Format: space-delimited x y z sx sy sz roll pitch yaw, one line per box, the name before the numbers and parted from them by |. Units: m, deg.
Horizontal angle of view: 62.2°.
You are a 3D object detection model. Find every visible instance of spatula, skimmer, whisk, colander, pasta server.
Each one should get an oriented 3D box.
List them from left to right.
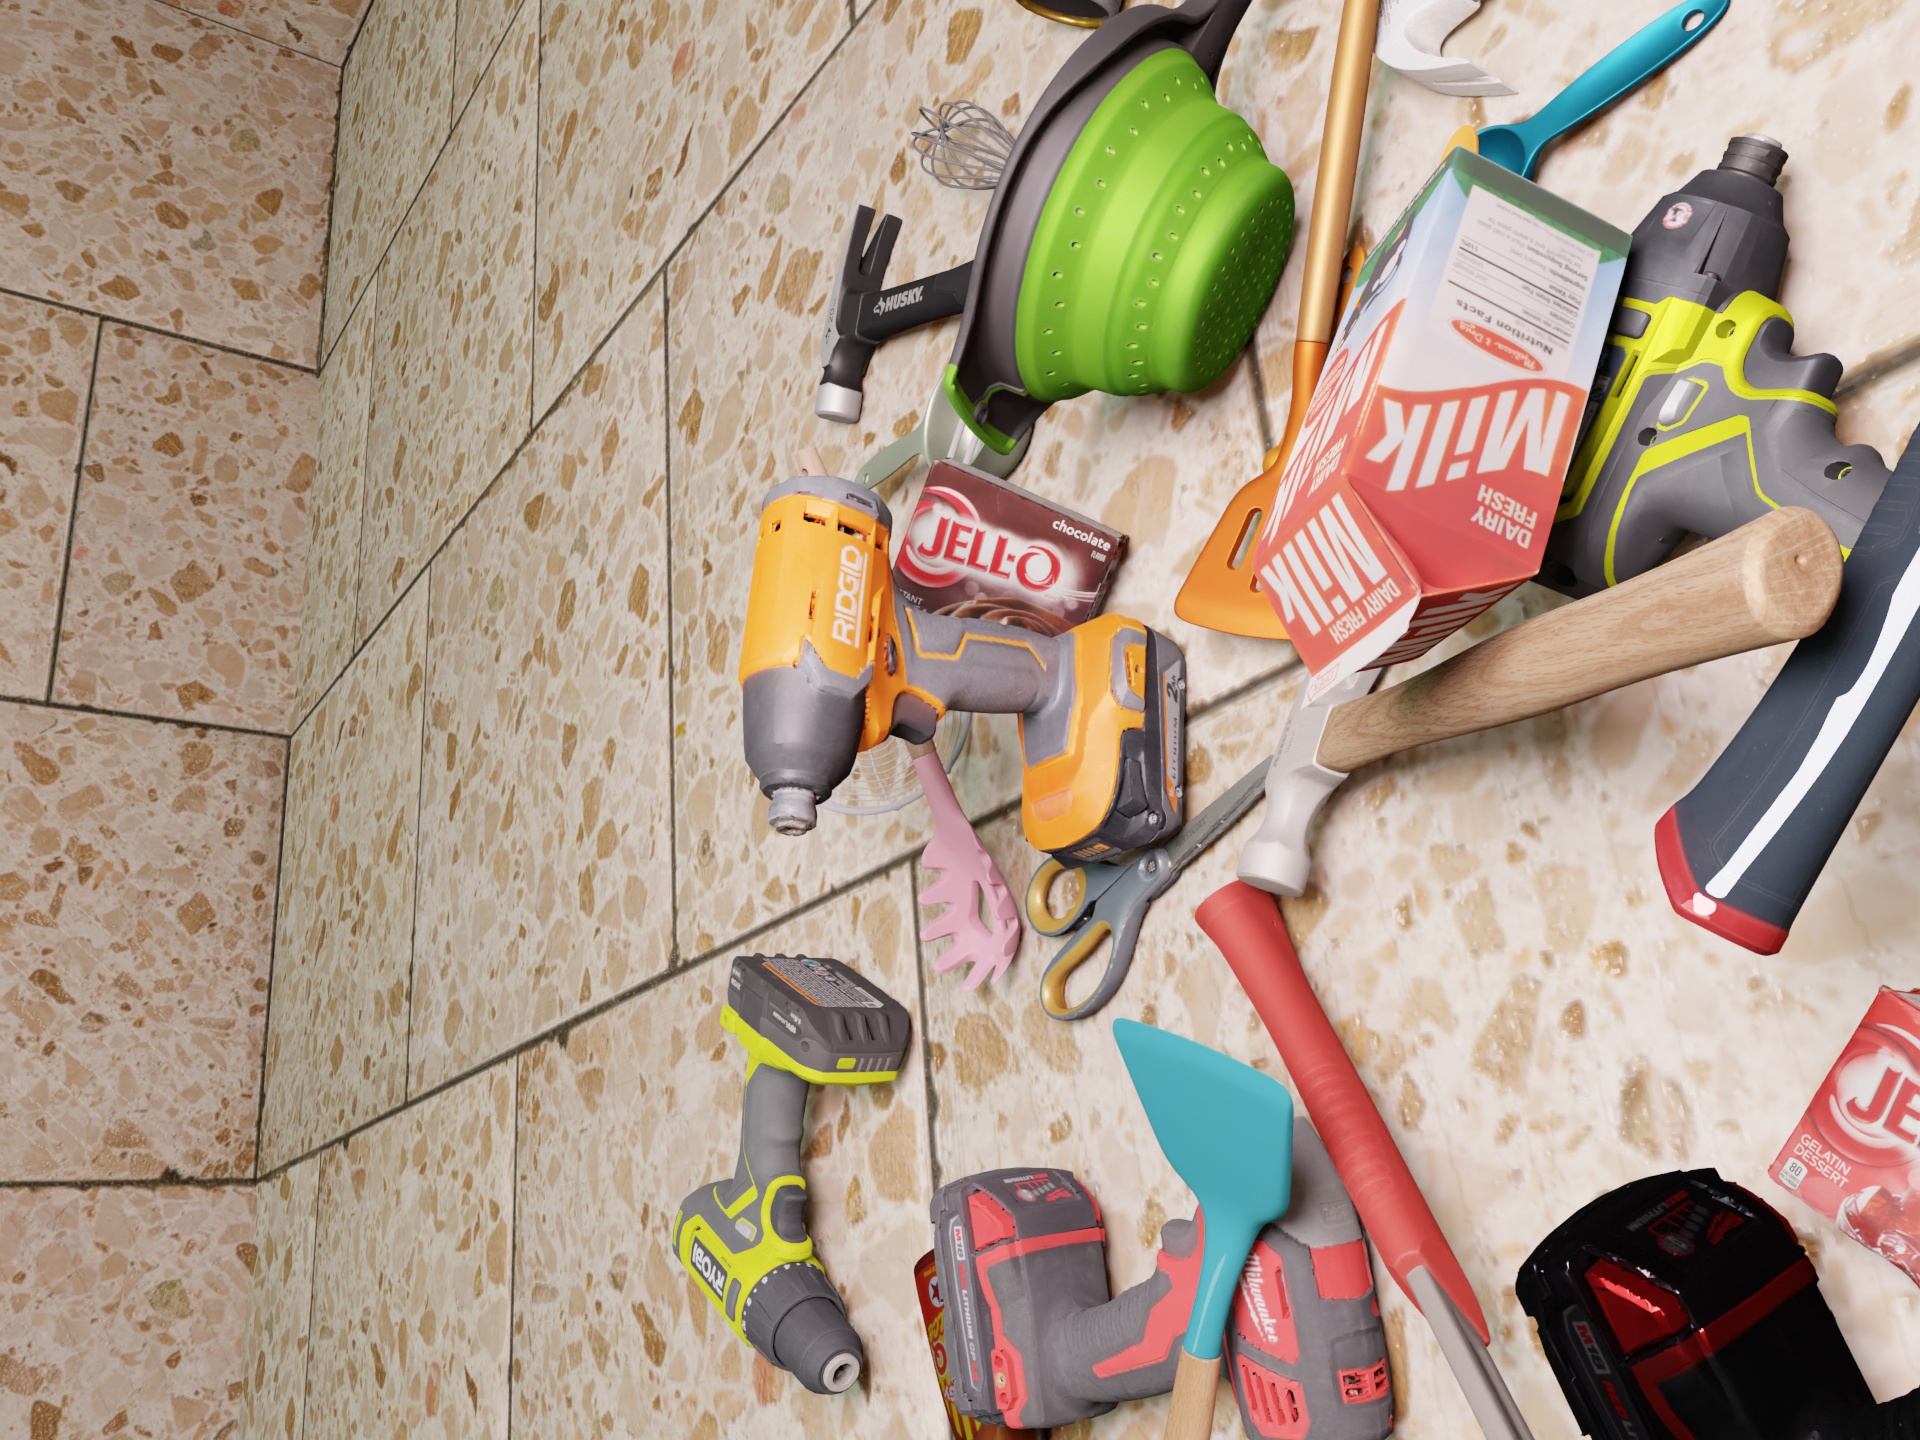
pasta server | -0.035 -0.004 0.889 0.060 0.040 0.316 -22 88 41
skimmer | -0.016 -0.116 0.901 0.090 0.127 0.363 -56 -12 -62
whisk | 0.039 -0.332 0.958 0.239 0.055 0.055 42 116 46
spatula | 0.083 0.273 0.624 0.082 0.044 0.317 15 102 43
colander | 0.136 -0.296 0.764 0.094 0.204 0.397 29 91 20
spatula | 0.161 -0.198 0.725 0.081 0.041 0.322 12 100 34

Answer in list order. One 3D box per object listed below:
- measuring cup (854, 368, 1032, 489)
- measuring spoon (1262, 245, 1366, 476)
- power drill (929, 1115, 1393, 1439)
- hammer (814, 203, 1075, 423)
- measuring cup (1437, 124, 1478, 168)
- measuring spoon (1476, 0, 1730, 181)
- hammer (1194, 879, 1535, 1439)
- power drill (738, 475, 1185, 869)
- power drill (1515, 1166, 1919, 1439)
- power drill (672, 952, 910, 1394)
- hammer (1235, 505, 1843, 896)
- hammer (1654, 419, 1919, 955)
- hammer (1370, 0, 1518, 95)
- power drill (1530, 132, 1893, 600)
measuring cup | -0.012 -0.171 0.998 0.167 0.038 0.083 -20 65 54
measuring spoon | 0.167 -0.169 0.758 0.021 0.011 0.117 35 110 53
power drill | 0.086 0.245 0.708 0.219 0.078 0.143 -24 67 46
hammer | -0.001 -0.274 0.993 0.335 0.035 0.146 8 89 60
measuring cup | 0.209 -0.155 0.661 0.095 0.052 0.173 7 86 56
measuring spoon | 0.257 -0.248 0.652 0.128 0.021 0.042 -33 54 36
hammer | 0.168 0.190 0.595 0.036 0.149 0.359 -40 34 15
power drill | -0.001 -0.002 0.749 0.084 0.226 0.164 -27 50 49
power drill | 0.257 0.147 0.413 0.226 0.080 0.188 -42 68 56
power drill | -0.101 0.274 0.975 0.191 0.080 0.228 21 101 56
hammer | 0.181 -0.013 0.558 0.331 0.031 0.130 137 153 -75
hammer | 0.295 -0.110 0.398 0.143 0.038 0.386 36 104 57
hammer | 0.289 -0.361 0.614 0.331 0.033 0.128 -23 62 51
power drill | 0.287 -0.096 0.511 0.223 0.080 0.171 41 113 55
